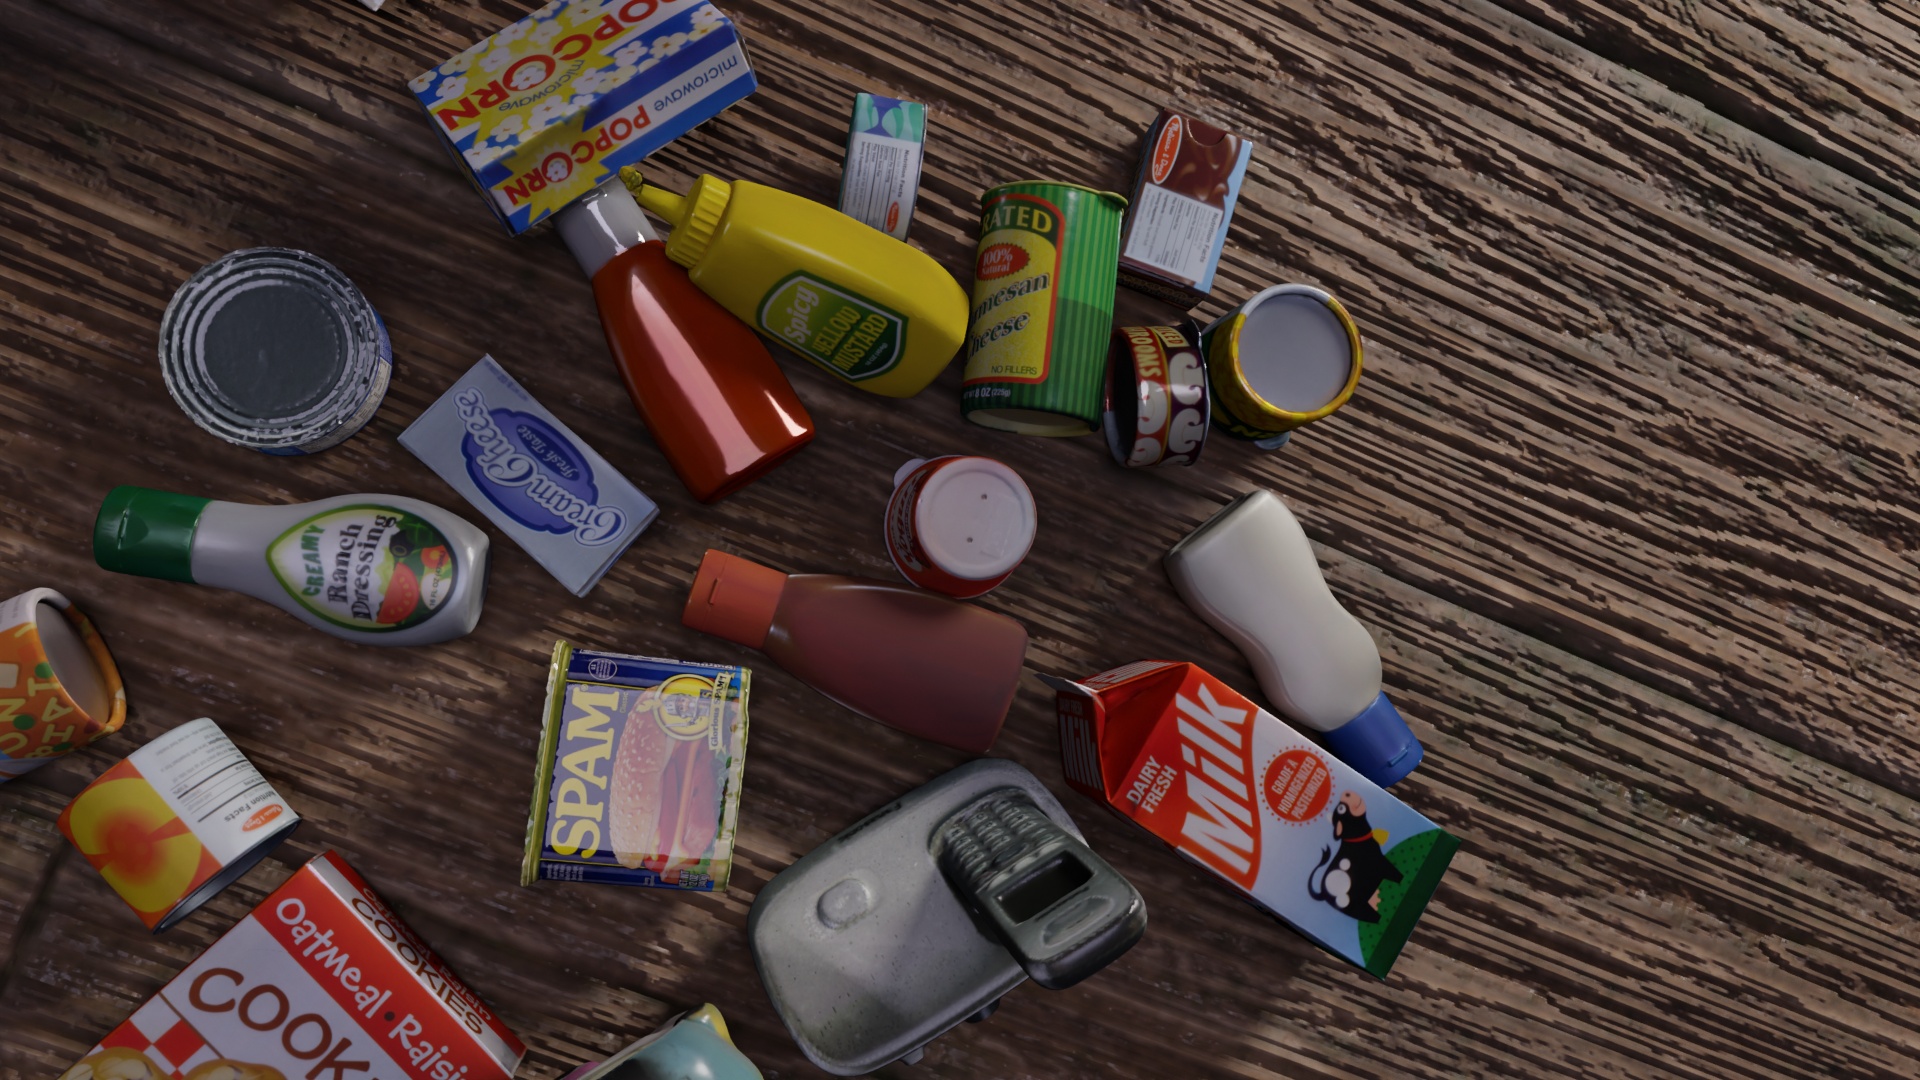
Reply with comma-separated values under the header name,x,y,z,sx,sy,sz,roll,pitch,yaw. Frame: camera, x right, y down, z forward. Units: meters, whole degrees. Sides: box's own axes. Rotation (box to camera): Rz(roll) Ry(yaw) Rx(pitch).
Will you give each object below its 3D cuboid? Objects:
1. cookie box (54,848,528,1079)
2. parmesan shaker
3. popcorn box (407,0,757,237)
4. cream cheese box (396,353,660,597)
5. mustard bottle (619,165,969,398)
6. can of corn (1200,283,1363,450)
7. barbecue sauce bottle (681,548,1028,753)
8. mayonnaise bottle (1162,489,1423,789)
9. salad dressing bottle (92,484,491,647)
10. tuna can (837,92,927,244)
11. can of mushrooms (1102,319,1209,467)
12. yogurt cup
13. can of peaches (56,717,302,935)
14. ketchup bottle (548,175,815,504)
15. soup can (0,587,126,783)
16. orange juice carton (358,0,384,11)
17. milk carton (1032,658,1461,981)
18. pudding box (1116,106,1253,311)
name,x,y,z,sx,sy,sz,roll,pitch,yaw
cookie box,-0.284,0.229,0.563,0.168,0.040,0.123,-42,95,-11
parmesan shaker,0.039,-0.104,0.635,0.071,0.071,0.103,7,84,-9
popcorn box,-0.163,-0.197,0.603,0.127,0.038,0.085,-35,55,-11
cream cheese box,-0.188,-0.028,0.611,0.104,0.024,0.053,42,80,-4
mustard bottle,-0.075,-0.118,0.603,0.160,0.065,0.049,24,45,-22
can of corn,0.149,-0.081,0.659,0.071,0.058,0.071,1,85,-10
barbecue sauce bottle,-0.048,0.044,0.621,0.148,0.043,0.065,19,83,-7
mayonnaise bottle,0.162,0.051,0.660,0.065,0.041,0.148,-37,93,-10
salad dressing bottle,-0.277,0.007,0.582,0.148,0.044,0.064,9,85,-9
tuna can,-0.036,-0.169,0.632,0.033,0.071,0.071,8,84,-8
can of mushrooms,0.089,-0.068,0.642,0.033,0.071,0.071,-3,86,-9
yogurt cup,0.002,-0.008,0.629,0.072,0.054,0.072,1,86,-11
can of peaches,-0.313,0.114,0.556,0.071,0.071,0.058,-41,93,-11
ketchup bottle,-0.129,-0.093,0.618,0.065,0.043,0.149,-33,91,-17
soup can,-0.387,0.067,0.547,0.084,0.071,0.071,-25,90,-11
orange juice carton,-0.307,-0.310,0.591,0.192,0.073,0.072,37,80,-6
milk carton,0.118,0.112,0.629,0.190,0.072,0.073,33,81,-6
pudding box,0.106,-0.160,0.673,0.050,0.030,0.084,18,82,-7
